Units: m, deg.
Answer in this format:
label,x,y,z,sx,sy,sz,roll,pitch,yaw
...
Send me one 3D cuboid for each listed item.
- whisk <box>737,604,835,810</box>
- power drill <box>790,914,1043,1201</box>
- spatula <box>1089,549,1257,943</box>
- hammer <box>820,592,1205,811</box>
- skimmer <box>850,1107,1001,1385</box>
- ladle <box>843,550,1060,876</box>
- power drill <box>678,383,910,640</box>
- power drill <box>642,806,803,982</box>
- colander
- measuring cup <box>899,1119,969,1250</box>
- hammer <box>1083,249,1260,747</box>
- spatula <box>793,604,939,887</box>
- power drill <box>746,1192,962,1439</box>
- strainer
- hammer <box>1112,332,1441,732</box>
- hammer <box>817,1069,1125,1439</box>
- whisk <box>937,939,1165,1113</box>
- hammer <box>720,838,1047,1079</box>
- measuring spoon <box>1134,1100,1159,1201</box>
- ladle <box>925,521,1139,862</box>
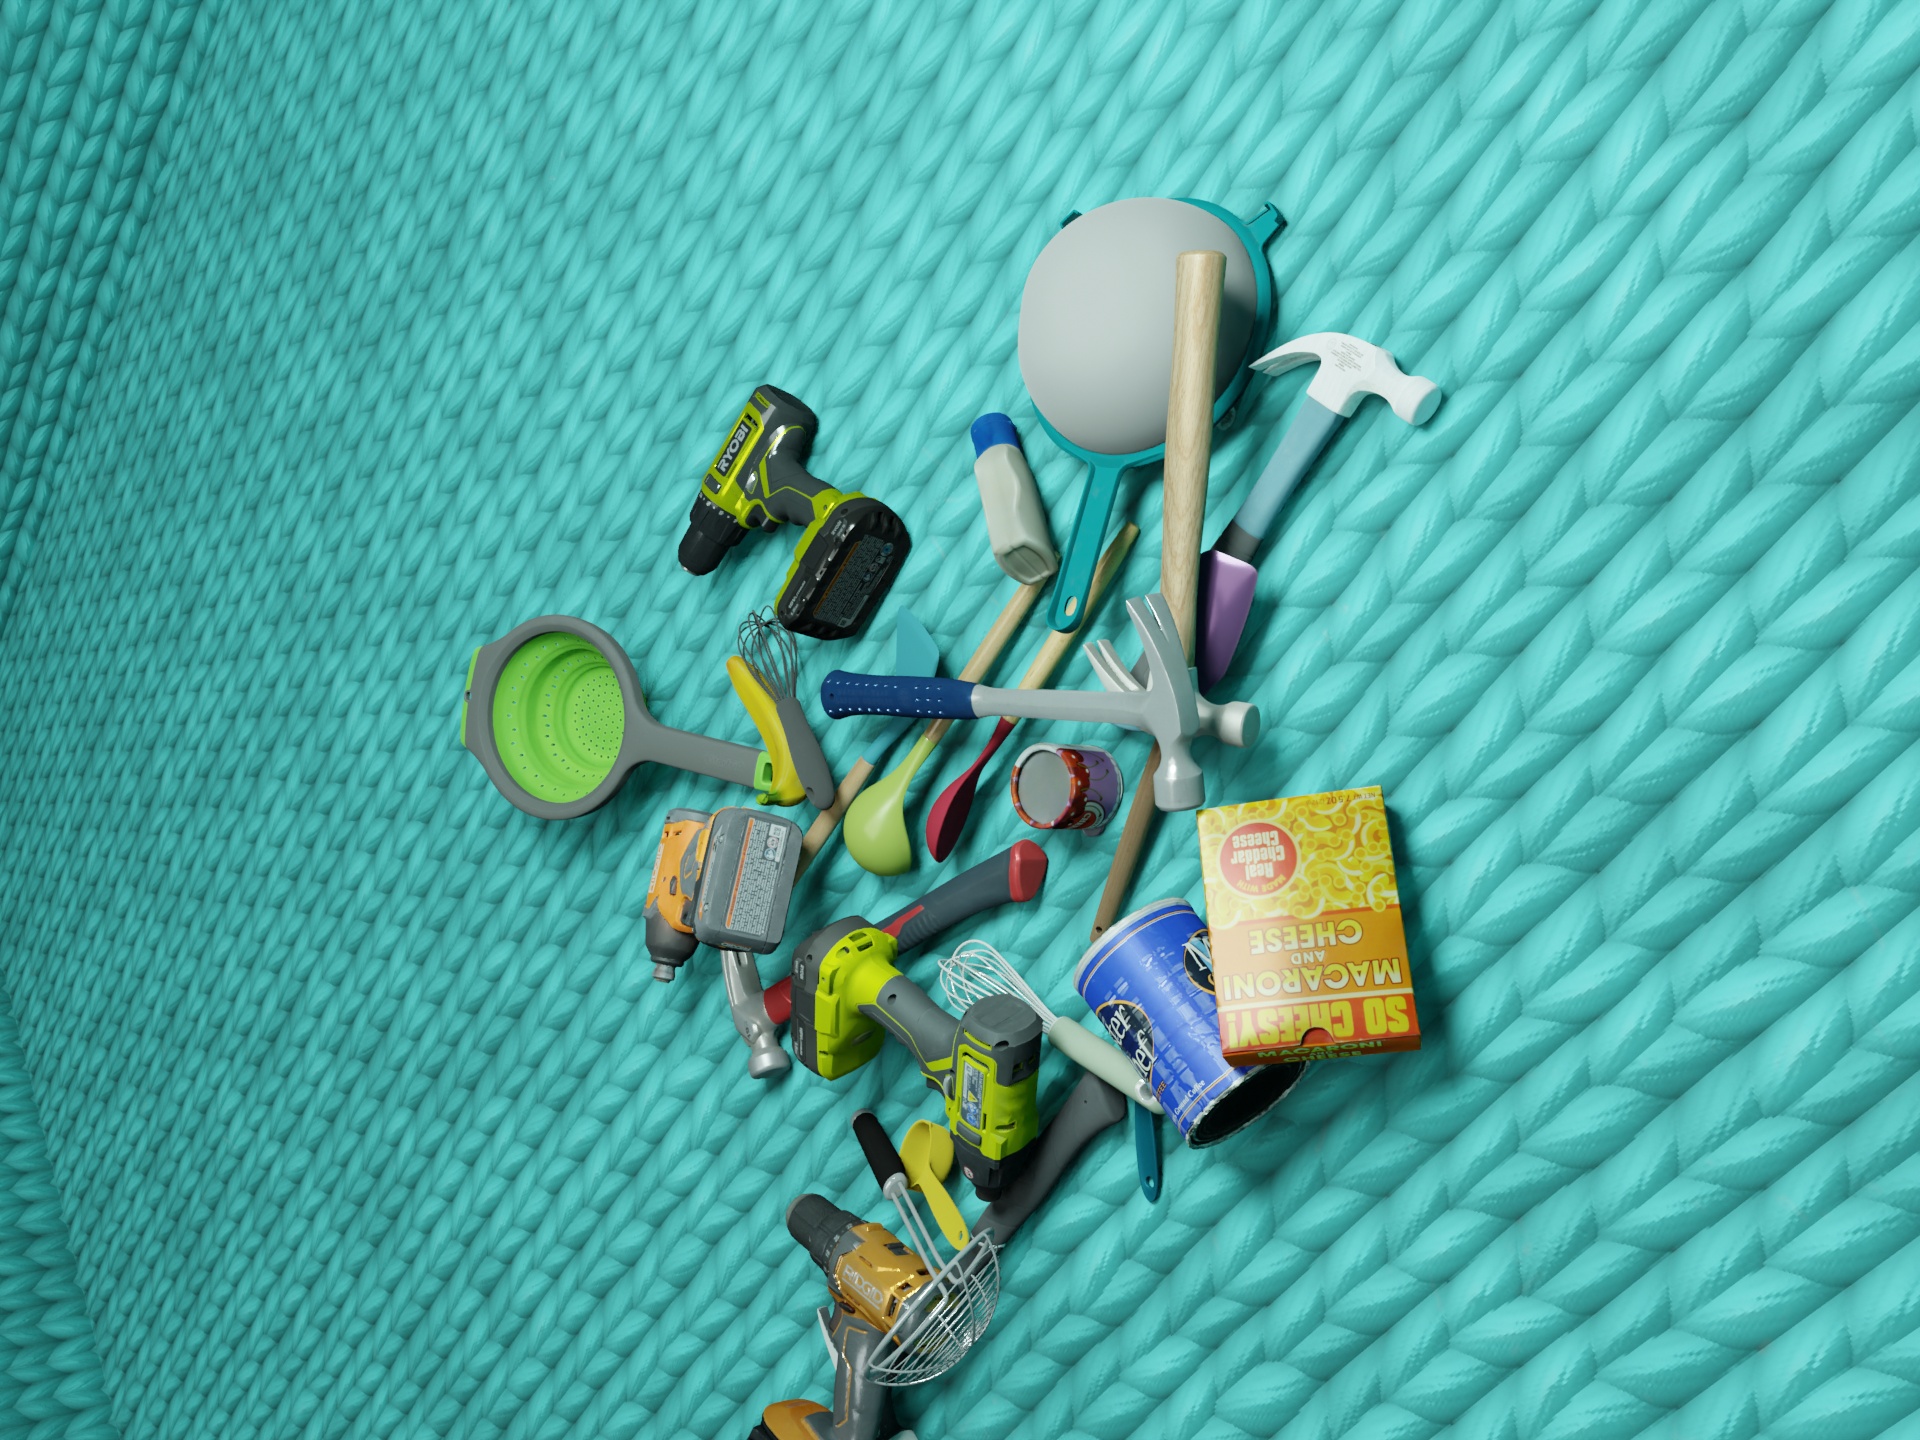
label,x,y,z,sx,sy,sz,roll,pitch,yaw
whisk,-0.152,-0.014,1.420,0.055,0.055,0.239,-49,46,29
power drill,-0.033,0.262,1.241,0.223,0.080,0.171,26,123,39
spatula,0.144,0.027,1.160,0.060,0.018,0.315,25,112,24
hammer,0.022,-0.020,1.200,0.406,0.035,0.144,4,104,51
skimmer,-0.055,0.367,1.196,0.127,0.090,0.363,-51,21,0
ladle,-0.002,-0.004,1.316,0.320,0.062,0.078,-57,49,16
power drill,-0.162,-0.173,1.438,0.229,0.080,0.190,46,110,37
power drill,-0.226,0.158,1.430,0.226,0.084,0.164,-12,65,62
colander,-0.314,0.013,1.580,0.397,0.094,0.204,13,96,25
measuring cup,-0.011,0.373,1.259,0.062,0.029,0.157,-64,24,8
hammer,0.152,-0.151,1.095,0.130,0.031,0.331,9,102,36
spatula,-0.102,0.051,1.381,0.317,0.044,0.082,-56,41,17
power drill,-0.103,0.515,1.296,0.185,0.084,0.226,23,97,44
strainer,0.097,-0.236,1.158,0.211,0.095,0.340,13,86,39
hammer,0.198,-0.124,1.133,0.128,0.033,0.331,47,118,34
hammer,0.010,0.423,1.273,0.149,0.036,0.408,50,119,34
whisk,0.070,0.232,1.207,0.247,0.059,0.058,26,93,44
hammer,-0.076,0.179,1.367,0.386,0.038,0.143,-34,63,36
measuring spoon,0.142,0.291,1.174,0.042,0.021,0.128,2,98,53
ladle,0.052,-0.021,1.255,0.031,0.069,0.315,35,107,11
